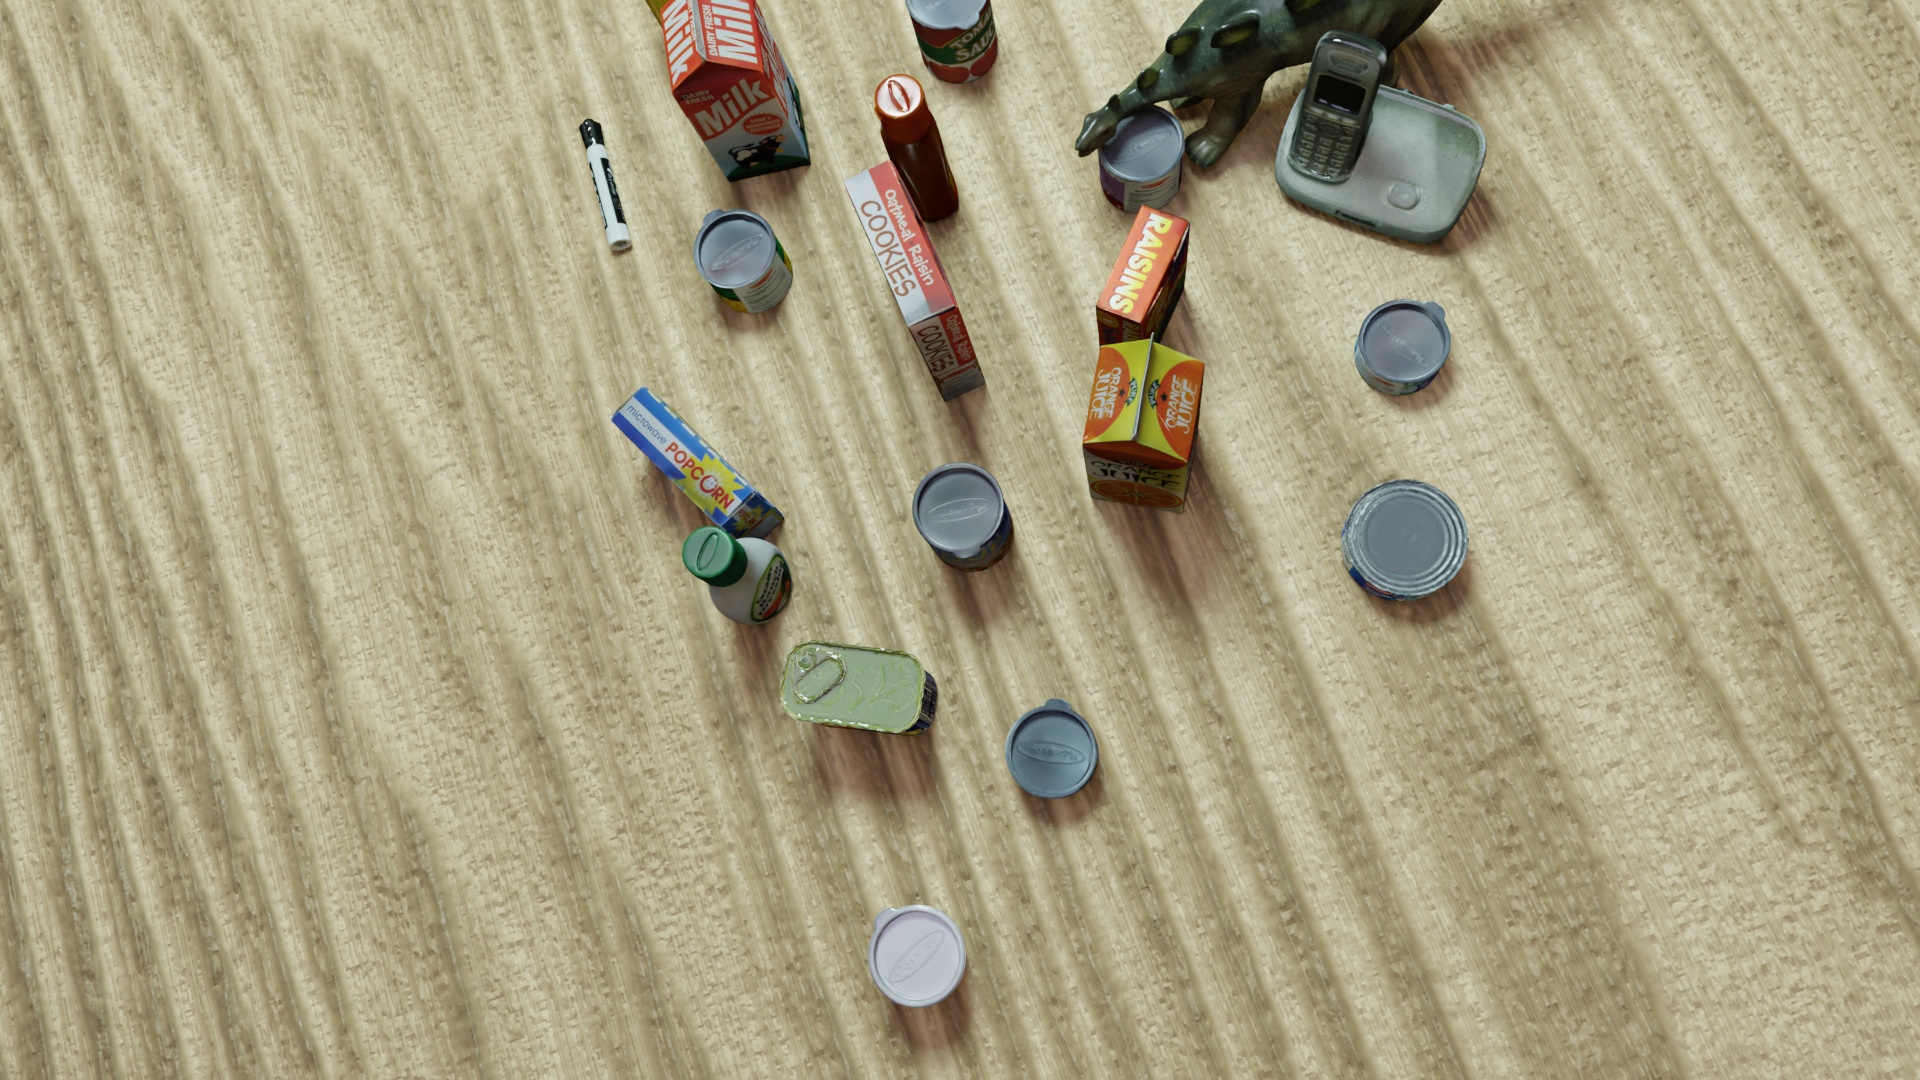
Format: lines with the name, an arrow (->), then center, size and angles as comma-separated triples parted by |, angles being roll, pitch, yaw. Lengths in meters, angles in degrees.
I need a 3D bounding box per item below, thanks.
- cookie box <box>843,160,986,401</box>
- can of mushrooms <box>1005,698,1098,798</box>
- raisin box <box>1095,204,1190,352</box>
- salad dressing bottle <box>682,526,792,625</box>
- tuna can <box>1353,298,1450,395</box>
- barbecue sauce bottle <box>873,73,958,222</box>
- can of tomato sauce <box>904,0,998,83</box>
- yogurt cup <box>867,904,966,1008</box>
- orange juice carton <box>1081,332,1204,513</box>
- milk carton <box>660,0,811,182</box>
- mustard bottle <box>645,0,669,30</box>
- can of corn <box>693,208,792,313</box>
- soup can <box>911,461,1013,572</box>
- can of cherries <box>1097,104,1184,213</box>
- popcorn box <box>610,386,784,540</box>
cookie box -> -0.030, -0.187, 1.025 | 0.040, 0.167, 0.123 | -25, 76, 2
can of mushrooms -> 0.067, 0.151, 1.003 | 0.071, 0.033, 0.071 | -2, 77, 7
raisin box -> 0.135, -0.180, 1.024 | 0.040, 0.123, 0.086 | 24, 82, 12
salad dressing bottle -> -0.161, 0.023, 1.004 | 0.044, 0.147, 0.064 | 20, 81, 11
tuna can -> 0.331, -0.146, 1.037 | 0.071, 0.032, 0.071 | -2, 77, 7
barbecue sauce bottle -> -0.035, -0.301, 1.061 | 0.044, 0.148, 0.065 | -25, 76, 2
can of tomato sauce -> -0.004, -0.417, 1.118 | 0.071, 0.083, 0.071 | -2, 77, 7
yogurt cup -> -0.027, 0.289, 0.974 | 0.072, 0.054, 0.072 | -2, 77, 7
orange juice carton -> 0.128, -0.079, 0.966 | 0.073, 0.192, 0.072 | 10, 79, 10
milk carton -> -0.176, -0.356, 1.071 | 0.073, 0.190, 0.072 | -11, 77, 5
mustard bottle -> -0.233, -0.446, 1.115 | 0.049, 0.160, 0.065 | -32, 76, 0
can of corn -> -0.174, -0.223, 1.108 | 0.071, 0.058, 0.071 | -2, 77, 7
soup can -> 0.004, -0.013, 1.024 | 0.071, 0.083, 0.071 | -2, 77, 7
can of cherries -> 0.140, -0.300, 1.084 | 0.071, 0.058, 0.071 | -2, 77, 7
popcorn box -> -0.199, -0.055, 1.059 | 0.127, 0.085, 0.038 | 43, 86, 14
